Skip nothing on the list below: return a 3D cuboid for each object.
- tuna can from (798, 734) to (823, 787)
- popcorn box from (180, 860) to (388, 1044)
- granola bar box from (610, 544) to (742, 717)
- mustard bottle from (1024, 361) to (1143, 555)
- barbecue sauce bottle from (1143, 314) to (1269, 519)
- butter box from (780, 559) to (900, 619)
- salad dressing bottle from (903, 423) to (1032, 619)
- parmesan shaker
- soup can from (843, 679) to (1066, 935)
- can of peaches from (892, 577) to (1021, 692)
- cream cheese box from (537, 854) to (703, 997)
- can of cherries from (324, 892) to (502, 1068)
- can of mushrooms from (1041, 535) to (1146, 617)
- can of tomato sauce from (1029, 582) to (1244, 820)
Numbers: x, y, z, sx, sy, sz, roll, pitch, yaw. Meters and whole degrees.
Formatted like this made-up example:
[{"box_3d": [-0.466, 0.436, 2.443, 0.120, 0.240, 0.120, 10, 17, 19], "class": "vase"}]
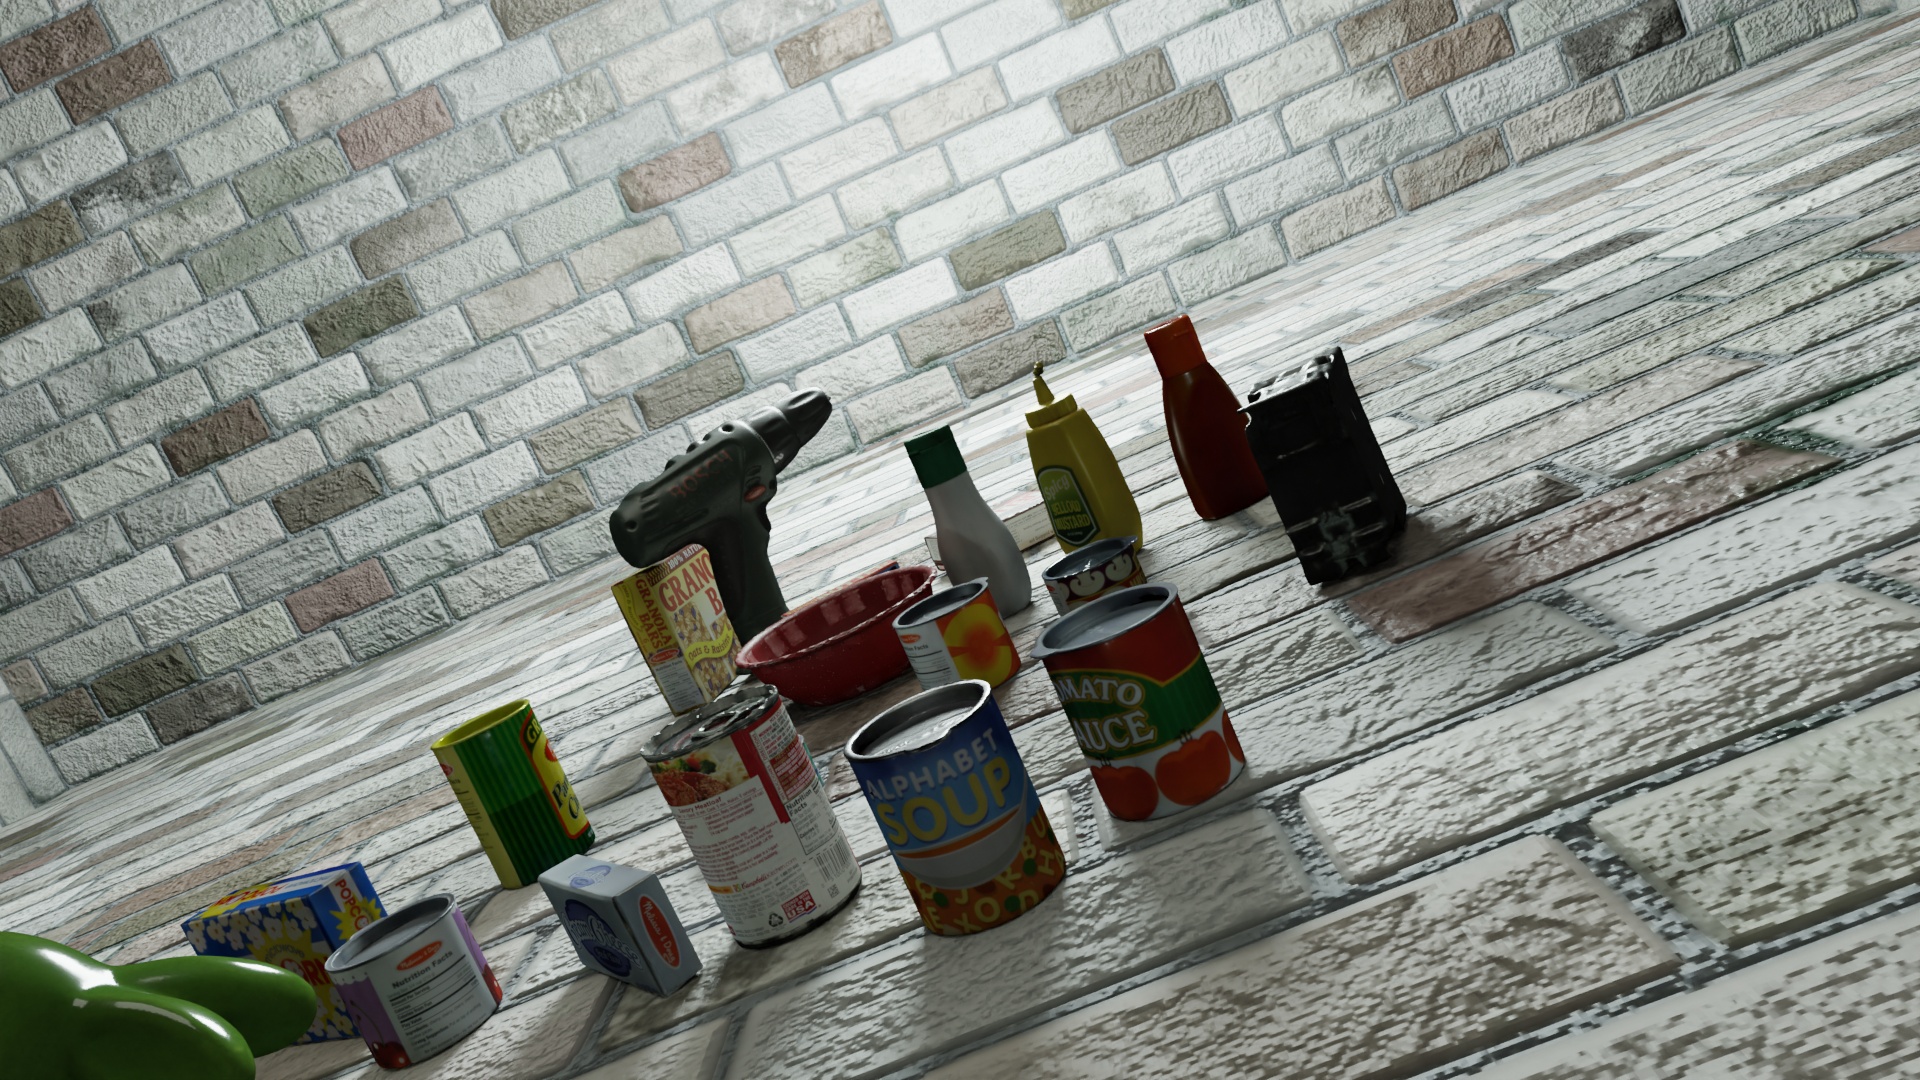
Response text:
[{"box_3d": [-0.116, 0.144, 0.808, 0.071, 0.032, 0.071, -23, 10, 4], "class": "tuna can"}, {"box_3d": [-0.362, 0.230, 0.766, 0.126, 0.085, 0.038, -18, 11, 31], "class": "popcorn box"}, {"box_3d": [-0.232, 0.065, 1.224, 0.039, 0.124, 0.166, -21, 10, 17], "class": "granola bar box"}, {"box_3d": [0.083, -0.058, 1.041, 0.049, 0.160, 0.065, -31, 12, -38], "class": "mustard bottle"}, {"box_3d": [0.181, -0.094, 1.038, 0.065, 0.148, 0.043, -26, 10, -14], "class": "barbecue sauce bottle"}, {"box_3d": [-0.087, 0.061, 1.121, 0.104, 0.053, 0.024, -27, 10, -17], "class": "butter box"}, {"box_3d": [0.004, -0.013, 1.023, 0.044, 0.147, 0.064, -32, 12, -40], "class": "salad dressing bottle"}, {"box_3d": [-0.288, 0.163, 0.899, 0.071, 0.103, 0.071, -23, 9, 4], "class": "parmesan shaker"}, {"box_3d": [-0.001, 0.110, 0.571, 0.071, 0.083, 0.071, -23, 10, 4], "class": "soup can"}, {"box_3d": [0.000, 0.064, 0.885, 0.071, 0.058, 0.071, -23, 10, 4], "class": "can of peaches"}, {"box_3d": [-0.163, 0.181, 0.660, 0.024, 0.053, 0.103, -30, 12, -34], "class": "cream cheese box"}, {"box_3d": [-0.273, 0.219, 0.695, 0.071, 0.058, 0.071, -23, 10, 4], "class": "can of cherries"}, {"box_3d": [0.094, 0.025, 0.949, 0.071, 0.033, 0.071, -23, 10, 4], "class": "can of mushrooms"}, {"box_3d": [0.077, 0.070, 0.603, 0.071, 0.083, 0.071, -23, 10, 4], "class": "can of tomato sauce"}]
